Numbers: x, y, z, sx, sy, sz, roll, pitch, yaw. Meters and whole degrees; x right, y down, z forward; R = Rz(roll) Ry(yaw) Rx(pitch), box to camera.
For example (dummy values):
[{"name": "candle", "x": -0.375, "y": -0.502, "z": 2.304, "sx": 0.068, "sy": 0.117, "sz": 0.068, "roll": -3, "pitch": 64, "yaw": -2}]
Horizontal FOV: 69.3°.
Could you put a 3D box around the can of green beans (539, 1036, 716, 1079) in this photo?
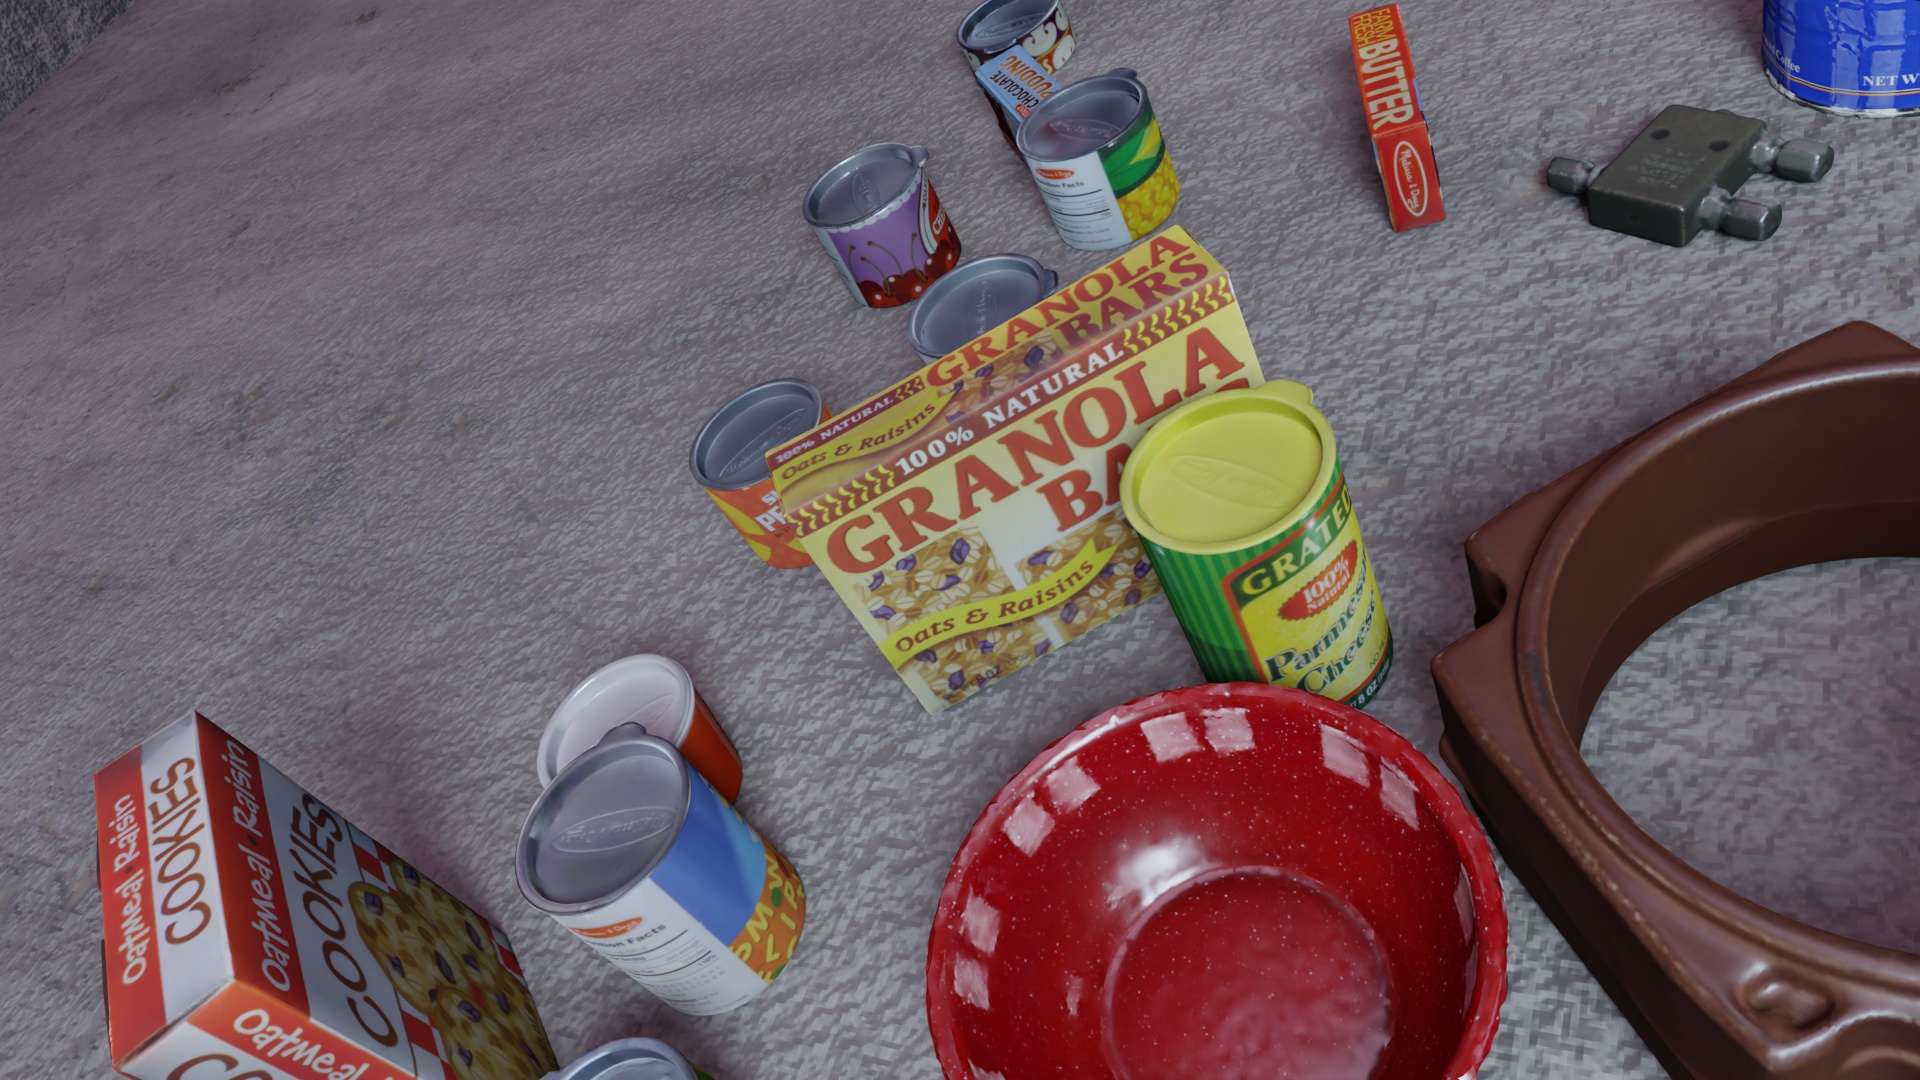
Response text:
[{"name": "can of green beans", "x": -0.092, "y": 0.194, "z": 0.423, "sx": 0.071, "sy": 0.057, "sz": 0.071, "roll": -16, "pitch": 45, "yaw": 17}]

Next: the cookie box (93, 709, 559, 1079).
[{"name": "cookie box", "x": -0.197, "y": 0.144, "z": 0.448, "sx": 0.040, "sy": 0.166, "sz": 0.123, "roll": -39, "pitch": 43, "yaw": -7}]

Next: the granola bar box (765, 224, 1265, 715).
[{"name": "granola bar box", "x": 0.032, "y": -0.021, "z": 0.504, "sx": 0.165, "sy": 0.123, "sz": 0.039, "roll": -29, "pitch": 42, "yaw": 3}]

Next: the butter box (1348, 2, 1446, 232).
[{"name": "butter box", "x": 0.195, "y": -0.191, "z": 0.621, "sx": 0.024, "sy": 0.053, "sz": 0.104, "roll": -12, "pitch": 46, "yaw": 20}]

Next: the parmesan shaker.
[{"name": "parmesan shaker", "x": 0.101, "y": 0.008, "z": 0.453, "sx": 0.071, "sy": 0.102, "sz": 0.072, "roll": -16, "pitch": 45, "yaw": 17}]

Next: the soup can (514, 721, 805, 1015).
[{"name": "soup can", "x": -0.101, "y": 0.115, "z": 0.483, "sx": 0.071, "sy": 0.083, "sz": 0.072, "roll": -16, "pitch": 45, "yaw": 17}]

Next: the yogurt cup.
[{"name": "yogurt cup", "x": -0.122, "y": 0.086, "z": 0.544, "sx": 0.072, "sy": 0.053, "sz": 0.073, "roll": -16, "pitch": 45, "yaw": 17}]

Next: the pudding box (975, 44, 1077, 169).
[{"name": "pudding box", "x": 0.041, "y": -0.225, "z": 0.744, "sx": 0.030, "sy": 0.049, "sz": 0.084, "roll": -30, "pitch": 42, "yaw": 2}]

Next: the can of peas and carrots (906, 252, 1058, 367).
[{"name": "can of peas and carrots", "x": 0.020, "y": -0.085, "z": 0.619, "sx": 0.071, "sy": 0.058, "sz": 0.071, "roll": -16, "pitch": 45, "yaw": 17}]

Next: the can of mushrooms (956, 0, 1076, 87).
[{"name": "can of mushrooms", "x": 0.033, "y": -0.299, "z": 0.829, "sx": 0.071, "sy": 0.033, "sz": 0.071, "roll": -16, "pitch": 45, "yaw": 17}]

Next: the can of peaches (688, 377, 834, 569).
[{"name": "can of peaches", "x": -0.077, "y": -0.028, "z": 0.622, "sx": 0.071, "sy": 0.058, "sz": 0.071, "roll": -16, "pitch": 45, "yaw": 17}]

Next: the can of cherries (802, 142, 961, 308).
[{"name": "can of cherries", "x": -0.038, "y": -0.165, "z": 0.727, "sx": 0.071, "sy": 0.058, "sz": 0.072, "roll": -16, "pitch": 45, "yaw": 17}]

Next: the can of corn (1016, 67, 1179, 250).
[{"name": "can of corn", "x": 0.071, "y": -0.188, "z": 0.686, "sx": 0.071, "sy": 0.058, "sz": 0.071, "roll": -16, "pitch": 45, "yaw": 17}]
